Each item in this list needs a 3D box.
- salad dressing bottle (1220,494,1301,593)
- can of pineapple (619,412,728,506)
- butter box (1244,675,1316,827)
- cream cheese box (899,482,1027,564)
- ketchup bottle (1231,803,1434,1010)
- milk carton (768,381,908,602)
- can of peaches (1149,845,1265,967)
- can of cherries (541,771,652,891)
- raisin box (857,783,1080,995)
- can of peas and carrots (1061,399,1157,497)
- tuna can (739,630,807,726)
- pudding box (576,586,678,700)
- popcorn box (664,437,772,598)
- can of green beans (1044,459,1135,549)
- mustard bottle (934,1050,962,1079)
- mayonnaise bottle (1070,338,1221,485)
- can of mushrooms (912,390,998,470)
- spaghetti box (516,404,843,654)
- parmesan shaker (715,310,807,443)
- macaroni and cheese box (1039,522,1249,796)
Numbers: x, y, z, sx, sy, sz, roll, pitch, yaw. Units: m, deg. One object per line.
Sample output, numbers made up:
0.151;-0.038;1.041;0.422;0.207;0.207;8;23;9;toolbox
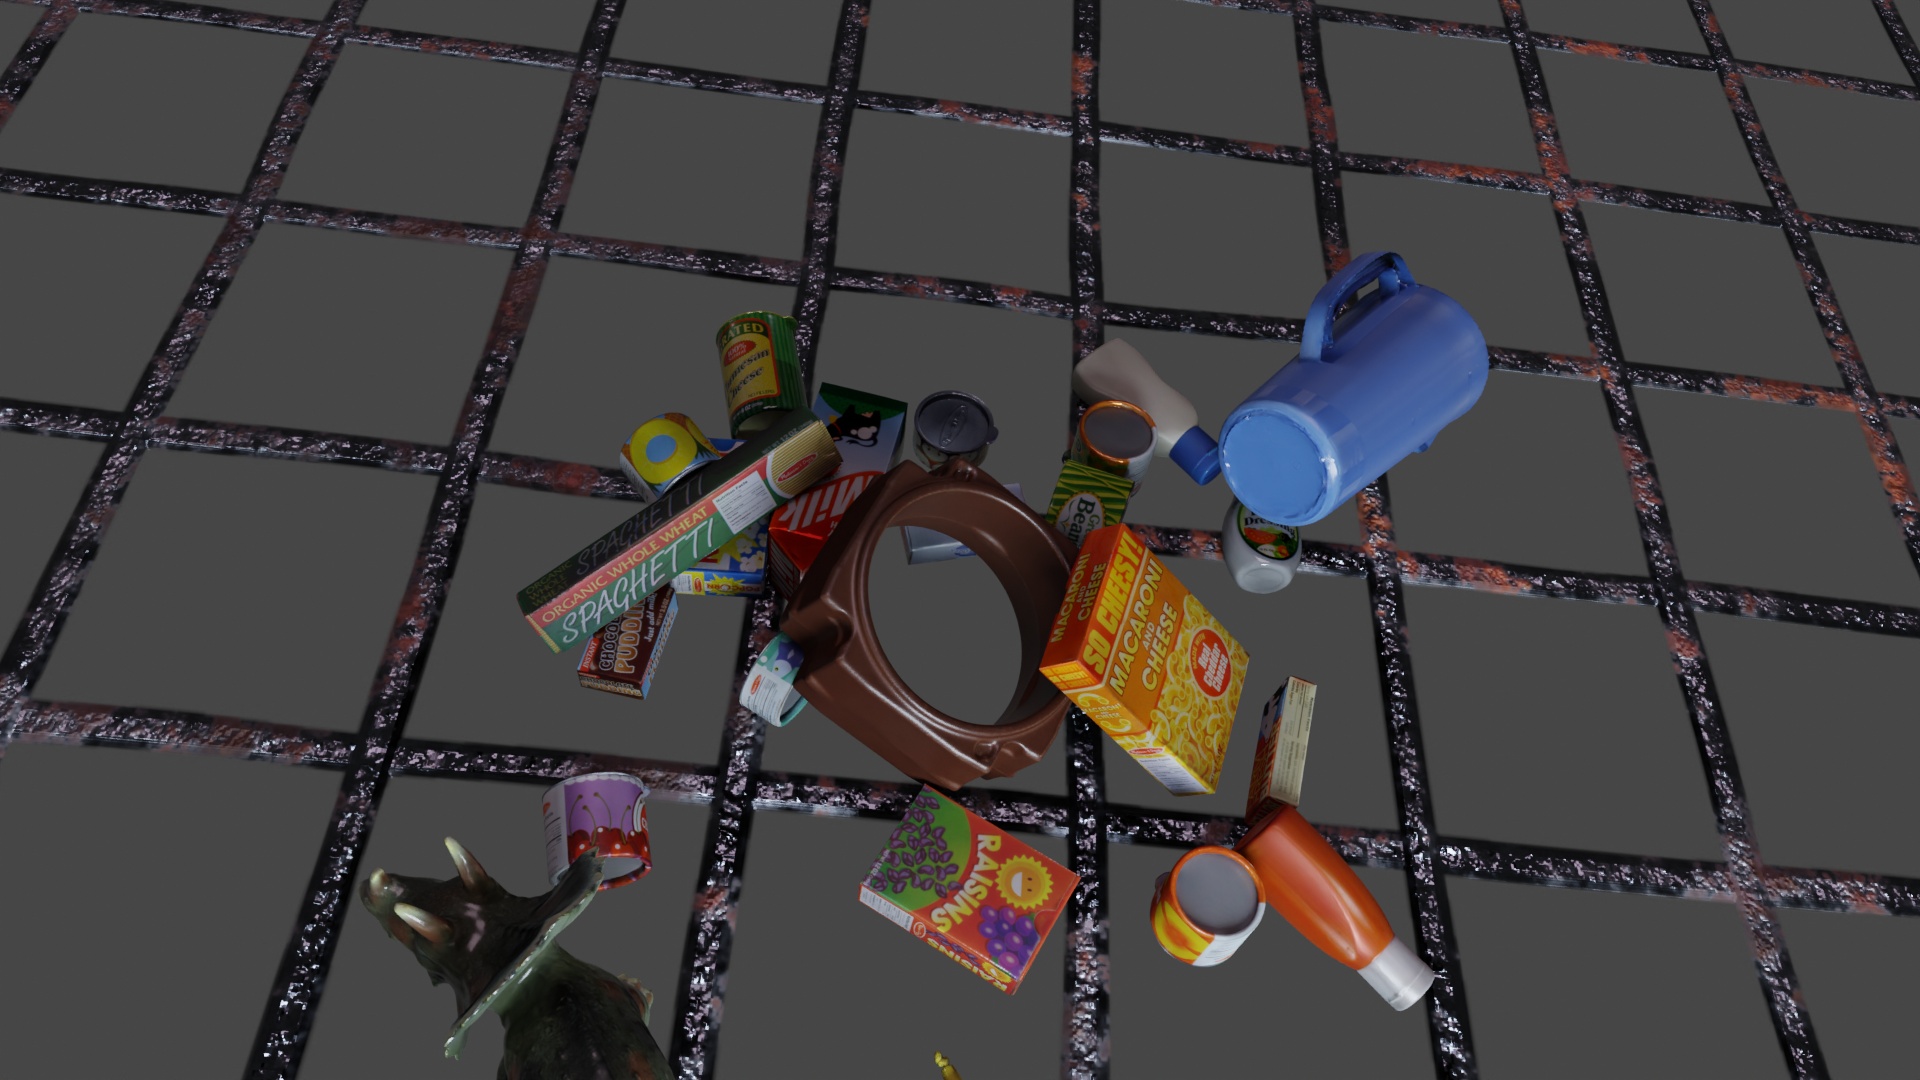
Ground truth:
0.246;-0.029;1.142;0.064;0.043;0.148;11;54;-8;salad dressing bottle
-0.210;-0.054;1.035;0.071;0.070;0.058;-30;64;-25;can of pineapple
0.233;0.155;1.011;0.024;0.052;0.104;18;56;1;butter box
0.004;-0.014;1.110;0.104;0.024;0.053;-7;58;-12;cream cheese box
0.254;0.252;0.946;0.149;0.064;0.044;46;46;11;ketchup bottle
-0.099;-0.024;1.074;0.073;0.072;0.191;14;56;2;milk carton
0.165;0.245;0.938;0.071;0.057;0.071;4;57;-6;can of peaches
-0.236;0.192;0.913;0.071;0.071;0.058;-8;58;-13;can of cherries
0.005;0.233;0.935;0.123;0.039;0.086;29;56;11;raisin box
0.123;-0.075;1.147;0.071;0.058;0.071;4;56;-6;can of peas and carrots
-0.124;0.097;0.994;0.033;0.070;0.071;31;58;12;tuna can
-0.243;0.071;1.016;0.050;0.030;0.084;12;55;2;pudding box
-0.190;-0.019;1.079;0.085;0.038;0.127;3;56;-4;popcorn box
0.101;-0.025;1.106;0.058;0.071;0.071;19;56;5;can of green beans
0.023;0.381;0.832;0.065;0.048;0.161;-19;60;-20;mustard bottle
0.165;-0.108;1.187;0.065;0.041;0.148;-35;68;-25;mayonnaise bottle
-0.005;-0.089;1.154;0.071;0.033;0.071;4;55;-5;can of mushrooms
-0.200;-0.009;1.002;0.250;0.050;0.029;-35;48;-10;spaghetti box
-0.159;-0.129;1.138;0.071;0.071;0.103;-6;57;-12;parmesan shaker
0.135;0.087;0.994;0.166;0.040;0.124;44;50;-28;macaroni and cheese box
